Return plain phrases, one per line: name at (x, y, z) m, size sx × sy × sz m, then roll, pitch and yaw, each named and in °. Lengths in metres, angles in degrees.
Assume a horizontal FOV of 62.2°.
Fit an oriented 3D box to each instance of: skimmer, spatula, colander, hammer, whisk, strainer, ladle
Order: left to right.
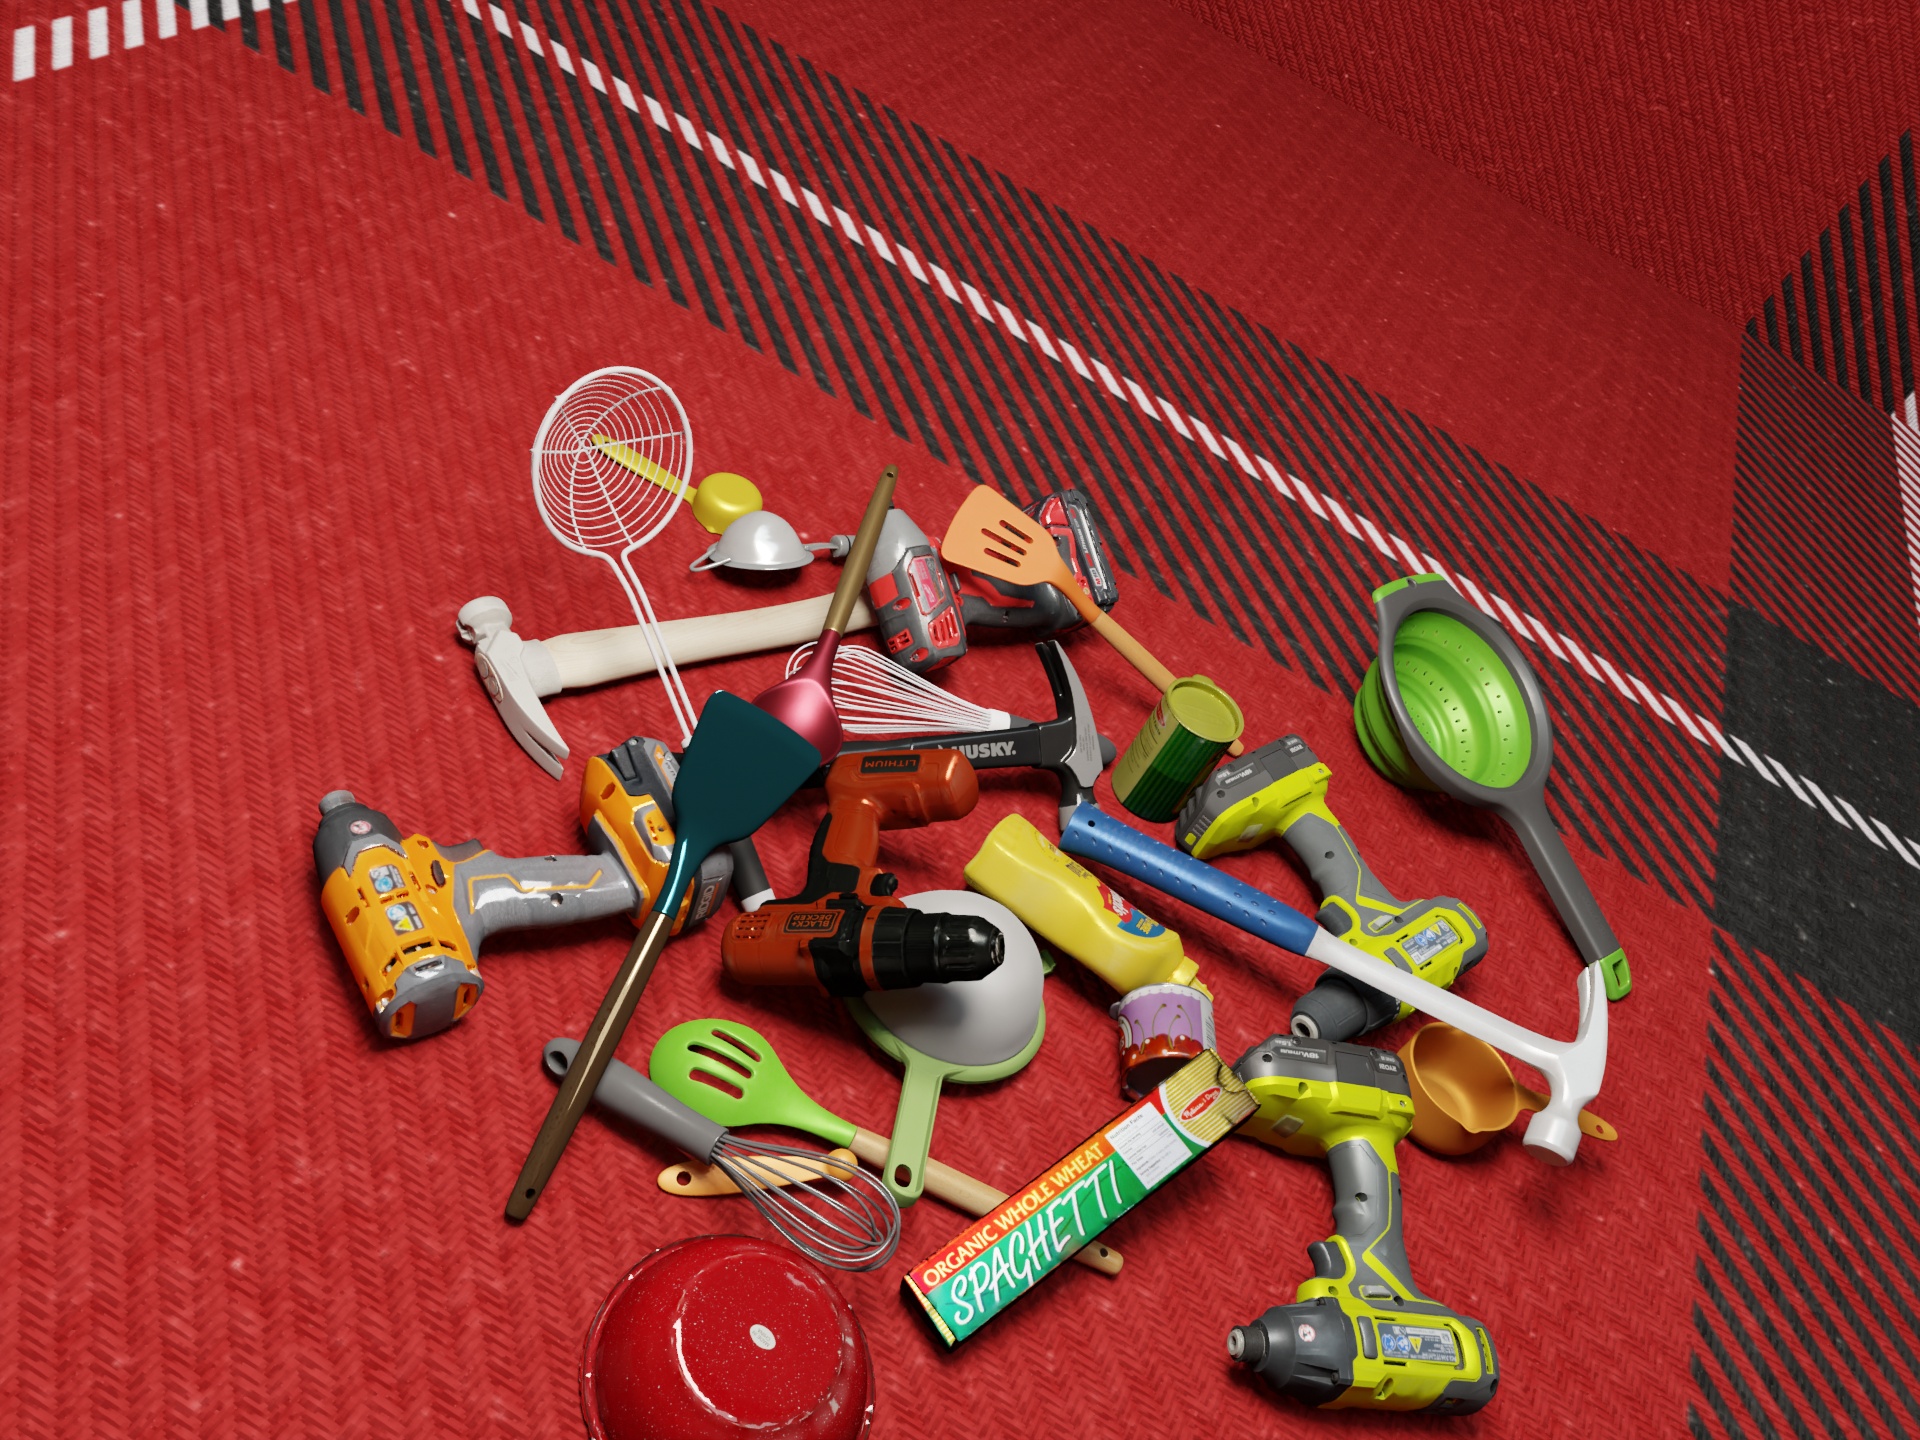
spatula at (-0.181, 0.135, 0.918) m, size 0.082 × 0.044 × 0.318 m, roll 34°, pitch 63°, yaw -23°
skimmer at (-0.183, -0.051, 1.052) m, size 0.127 × 0.090 × 0.363 m, roll -17°, pitch 82°, yaw -44°
whisk at (-0.138, 0.238, 0.900) m, size 0.239 × 0.055 × 0.055 m, roll 25°, pitch 40°, yaw 15°
hammer at (-0.162, -0.061, 1.214) m, size 0.410 × 0.038 × 0.146 m, roll -15°, pitch 58°, yaw -38°
strainer at (-0.108, -0.147, 1.323) m, size 0.258 × 0.050 × 0.087 m, roll -4°, pitch 23°, yaw -39°
ladle at (-0.088, -0.082, 1.160) m, size 0.069 × 0.031 × 0.316 m, roll 23°, pitch 51°, yaw -9°
hammer at (-0.052, 0.022, 1.154) m, size 0.334 × 0.035 × 0.146 m, roll -4°, pitch 89°, yaw -24°
strainer at (-0.009, 0.187, 1.001) m, size 0.151 × 0.069 × 0.257 m, roll 24°, pitch 34°, yaw -7°
whisk at (-0.002, -0.005, 1.232) m, size 0.284 × 0.070 × 0.070 m, roll 14°, pitch 43°, yaw -23°
spatula at (0.120, -0.069, 1.302) m, size 0.322 × 0.041 × 0.081 m, roll 41°, pitch 59°, yaw -23°
hammer at (0.263, 0.158, 1.135) m, size 0.405 × 0.035 × 0.144 m, roll 26°, pitch 64°, yaw 11°
colander at (0.452, 0.067, 1.389) m, size 0.204 × 0.094 × 0.397 m, roll -16°, pitch 75°, yaw -39°

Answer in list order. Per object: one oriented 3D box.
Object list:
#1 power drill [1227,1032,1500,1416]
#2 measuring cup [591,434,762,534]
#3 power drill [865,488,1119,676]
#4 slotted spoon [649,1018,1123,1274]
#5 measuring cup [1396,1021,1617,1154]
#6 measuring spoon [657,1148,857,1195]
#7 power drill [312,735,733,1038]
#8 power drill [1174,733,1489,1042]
power drill at (0.237, 0.321, 1.017) m, size 0.171 × 0.080 × 0.223 m, roll 12°, pitch 47°, yaw -17°
measuring cup at (-0.236, -0.206, 1.324) m, size 0.156 × 0.029 × 0.062 m, roll 29°, pitch 41°, yaw -1°
power drill at (0.017, -0.123, 1.305) m, size 0.219 × 0.078 × 0.143 m, roll -15°, pitch 83°, yaw -40°
slotted spoon at (-0.042, 0.262, 0.963) m, size 0.313 × 0.031 × 0.070 m, roll 27°, pitch 48°, yaw -4°
measuring cup at (0.388, 0.284, 1.153) m, size 0.173 × 0.052 × 0.095 m, roll 22°, pitch 42°, yaw -10°
measuring spoon at (-0.116, 0.261, 0.920) m, size 0.117 × 0.011 × 0.021 m, roll 0°, pitch 66°, yaw -16°
power drill at (-0.274, 0.085, 0.977) m, size 0.226 × 0.084 × 0.164 m, roll -17°, pitch 58°, yaw -34°
power drill at (0.272, 0.134, 1.222) m, size 0.190 × 0.080 × 0.229 m, roll -22°, pitch 63°, yaw -34°
